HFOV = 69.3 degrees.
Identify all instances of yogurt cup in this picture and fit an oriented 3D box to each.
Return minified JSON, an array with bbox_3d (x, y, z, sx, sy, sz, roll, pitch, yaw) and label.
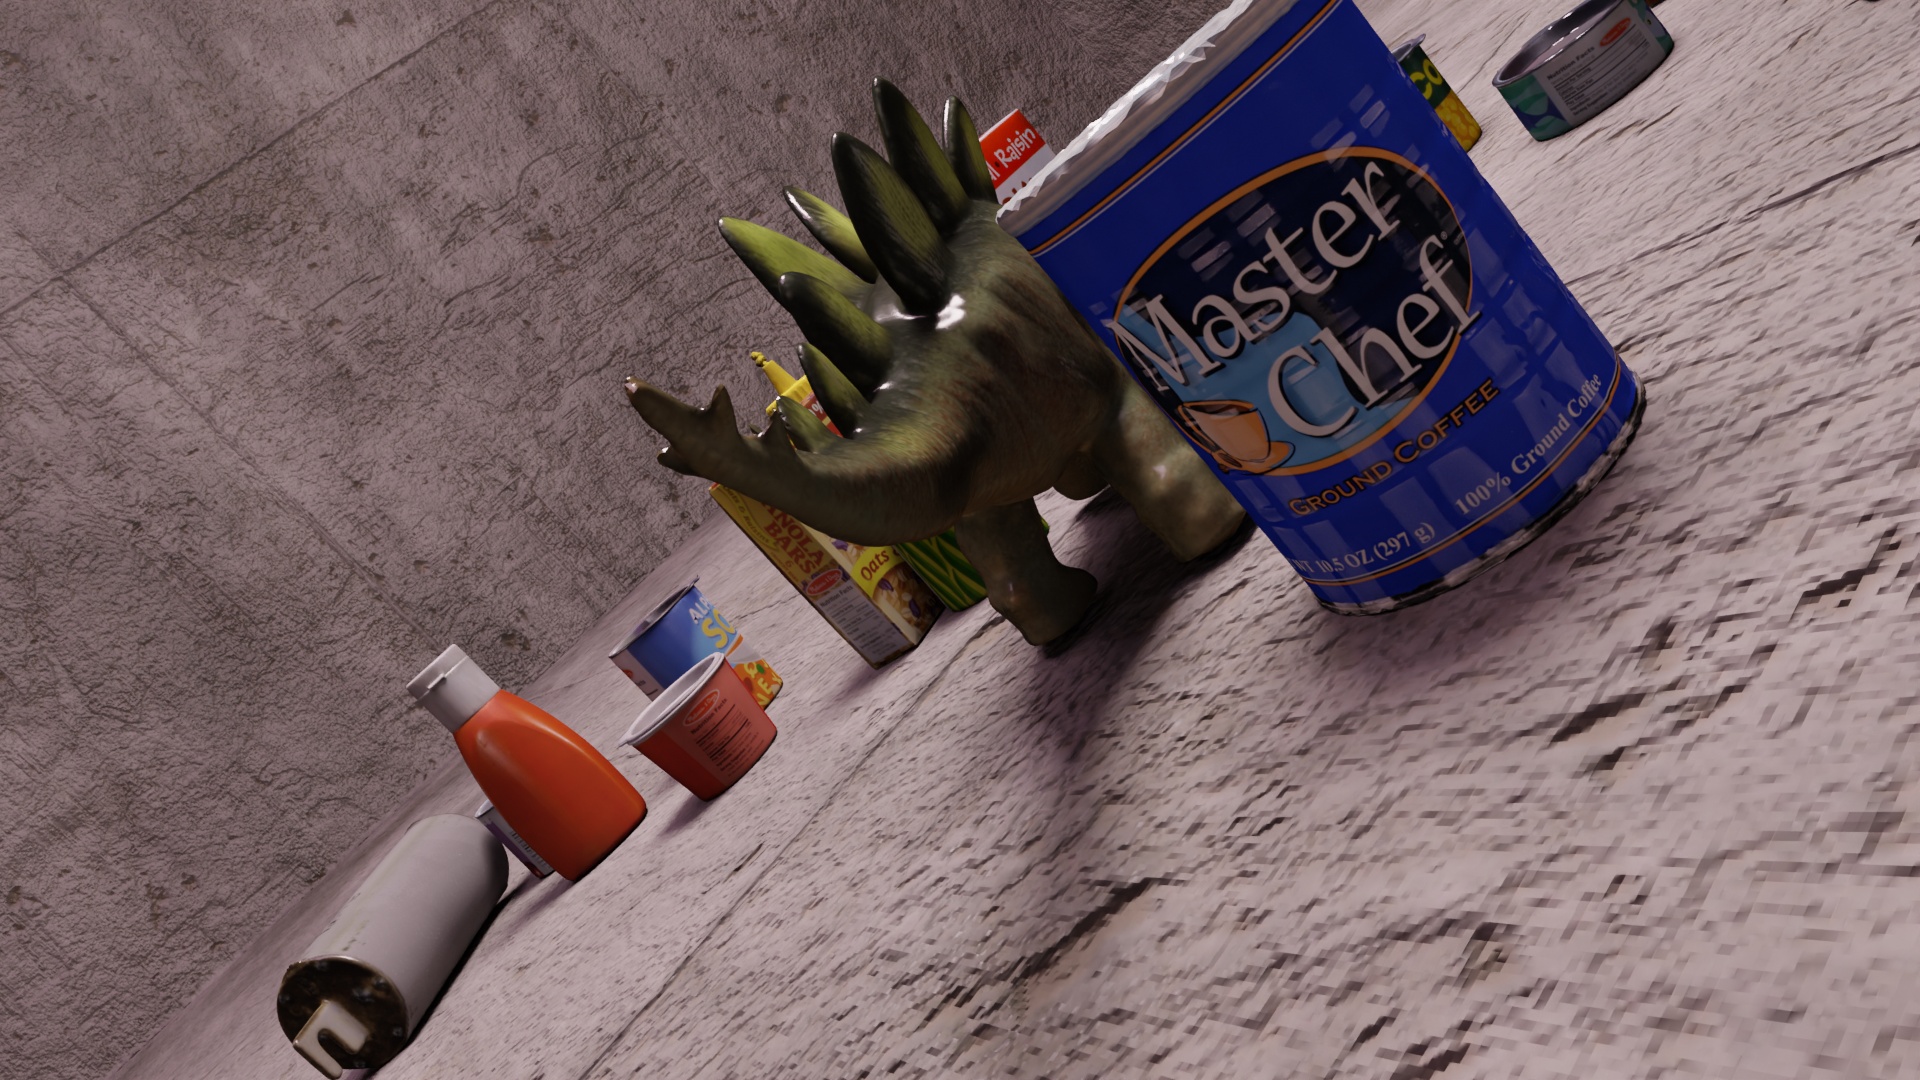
[{"bbox_3d":[-0.135,0.101,0.740,0.072,0.054,0.072,-40,11,9],"label":"yogurt cup"}]

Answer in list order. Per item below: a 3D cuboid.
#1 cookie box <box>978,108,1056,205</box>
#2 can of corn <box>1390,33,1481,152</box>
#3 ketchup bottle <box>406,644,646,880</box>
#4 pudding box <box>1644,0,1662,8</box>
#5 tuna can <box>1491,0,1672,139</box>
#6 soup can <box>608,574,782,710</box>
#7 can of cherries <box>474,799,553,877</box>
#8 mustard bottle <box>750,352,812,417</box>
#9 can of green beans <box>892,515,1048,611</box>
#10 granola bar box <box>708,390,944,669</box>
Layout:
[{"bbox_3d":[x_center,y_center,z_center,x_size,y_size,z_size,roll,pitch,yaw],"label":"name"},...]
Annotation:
[{"bbox_3d":[0.049,-0.165,0.844,0.040,0.167,0.123,-31,15,46],"label":"cookie box"},{"bbox_3d":[0.225,-0.214,0.713,0.071,0.058,0.071,-40,11,9],"label":"can of corn"},{"bbox_3d":[-0.254,0.125,0.806,0.065,0.148,0.043,-43,10,-7],"label":"ketchup bottle"},{"bbox_3d":[0.342,-0.299,0.665,0.084,0.049,0.030,-48,12,-30],"label":"pudding box"},{"bbox_3d":[0.269,-0.208,0.603,0.071,0.033,0.071,-40,11,9],"label":"tuna can"},{"bbox_3d":[-0.156,0.075,0.835,0.071,0.083,0.071,-40,11,9],"label":"soup can"},{"bbox_3d":[-0.270,0.175,0.905,0.071,0.058,0.071,-40,11,9],"label":"can of cherries"},{"bbox_3d":[-0.070,-0.053,0.835,0.048,0.160,0.066,-35,13,34],"label":"mustard bottle"},{"bbox_3d":[0.001,-0.008,0.681,0.071,0.058,0.071,-40,11,9],"label":"can of green beans"},{"bbox_3d":[-0.041,-0.030,0.737,0.039,0.124,0.166,-33,14,40],"label":"granola bar box"}]
